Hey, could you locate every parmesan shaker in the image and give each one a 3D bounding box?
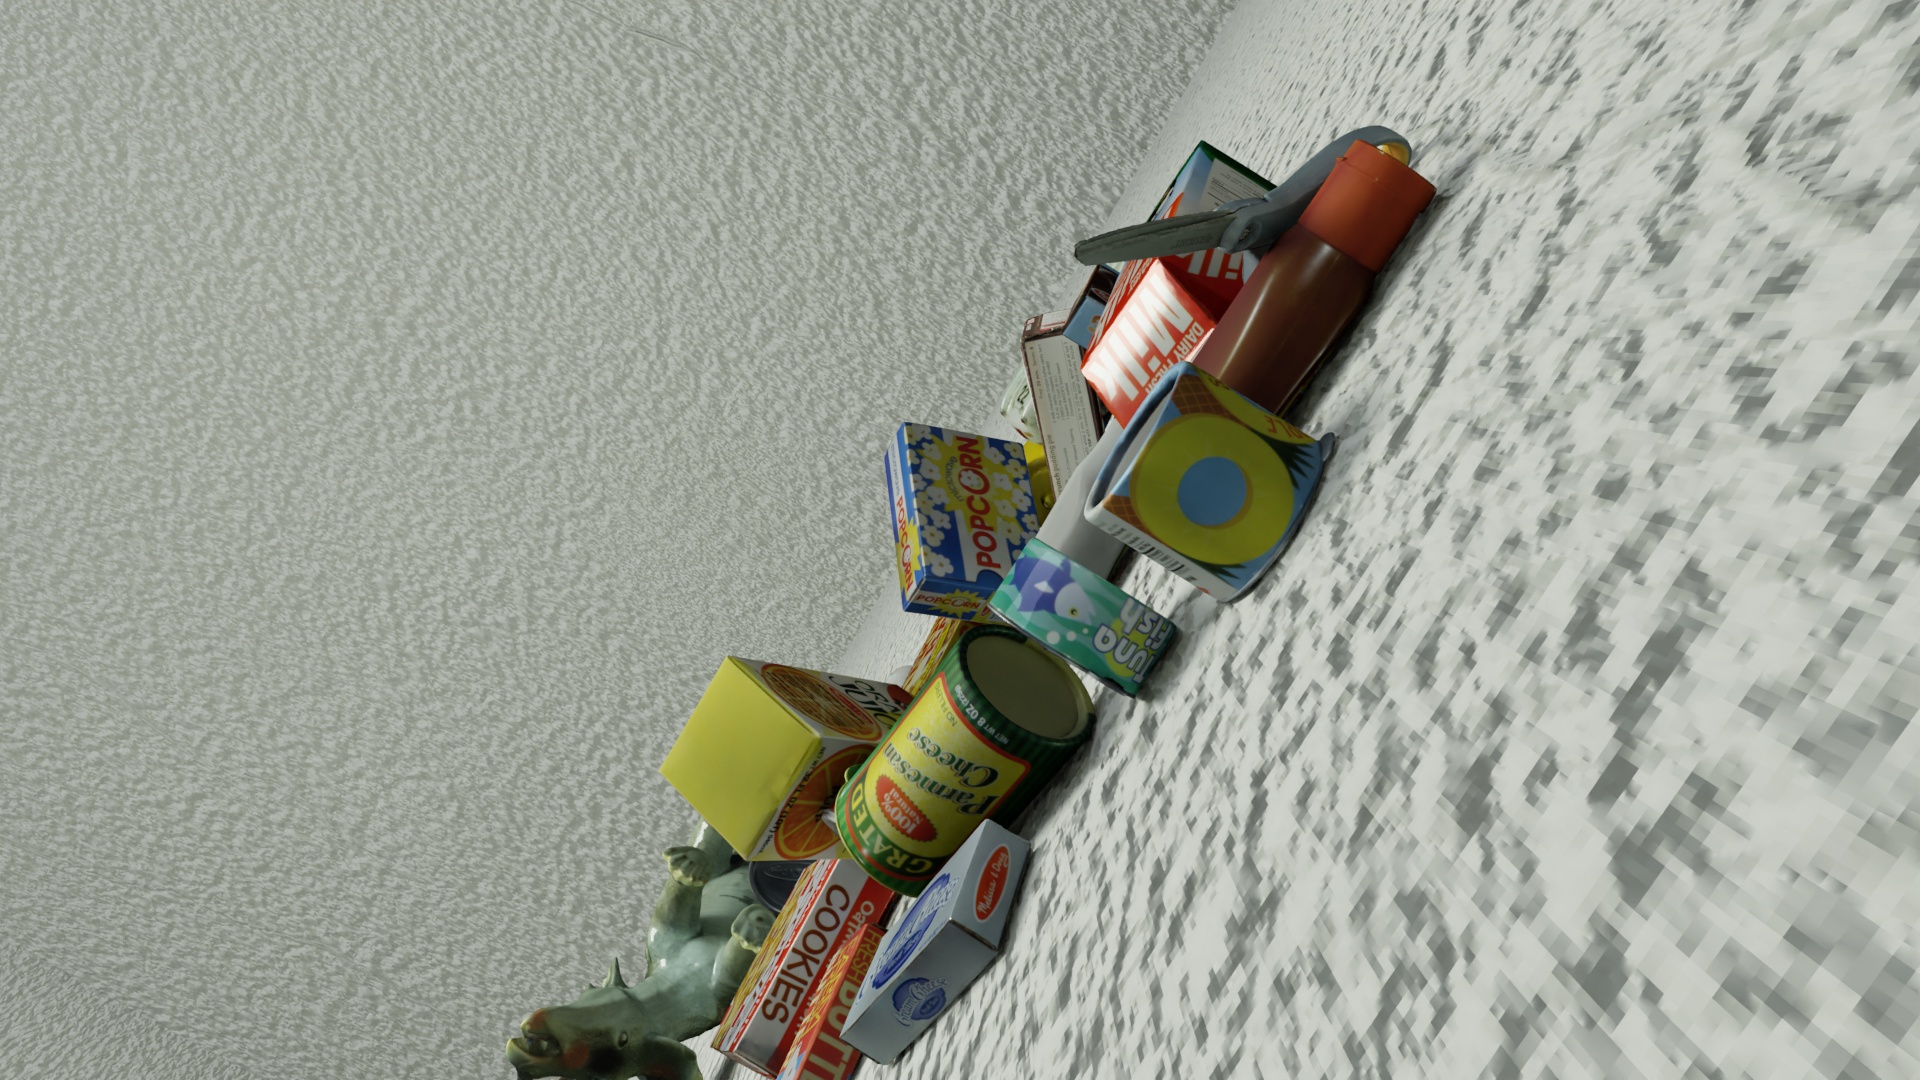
[{"bbox_3d":[-0.001,0.090,0.580,0.102,0.071,0.072,-54,6,29],"label":"parmesan shaker"}]

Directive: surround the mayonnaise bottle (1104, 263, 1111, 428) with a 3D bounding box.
[{"bbox_3d":[0.114,-0.146,1.000,0.041,0.065,0.148,112,-177,-71],"label":"mayonnaise bottle"}]

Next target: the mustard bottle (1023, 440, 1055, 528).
[{"bbox_3d":[0.060,-0.037,0.941,0.065,0.049,0.161,-56,6,13],"label":"mustard bottle"}]

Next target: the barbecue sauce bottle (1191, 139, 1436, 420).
[{"bbox_3d":[0.124,-0.082,0.539,0.148,0.043,0.065,-57,2,18],"label":"barbecue sauce bottle"}]

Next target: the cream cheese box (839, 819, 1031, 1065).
[{"bbox_3d":[-0.010,0.160,0.549,0.103,0.024,0.054,-56,4,38],"label":"cream cheese box"}]

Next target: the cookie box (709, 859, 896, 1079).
[{"bbox_3d":[-0.091,0.245,0.802,0.123,0.040,0.166,-61,4,-23],"label":"cookie box"}]

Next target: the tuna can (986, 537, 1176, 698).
[{"bbox_3d":[0.047,0.029,0.522,0.033,0.071,0.071,-58,4,1],"label":"tuna can"}]

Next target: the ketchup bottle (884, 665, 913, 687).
[{"bbox_3d":[-0.052,0.142,1.024,0.064,0.043,0.149,-56,5,25],"label":"ketchup bottle"}]

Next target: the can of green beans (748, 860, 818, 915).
[{"bbox_3d":[-0.112,0.226,0.991,0.071,0.071,0.058,-58,4,17],"label":"can of green beans"}]

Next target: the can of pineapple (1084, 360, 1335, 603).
[{"bbox_3d":[0.085,-0.022,0.482,0.071,0.058,0.071,-59,4,7],"label":"can of pineapple"}]

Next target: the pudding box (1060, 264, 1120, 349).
[{"bbox_3d":[0.099,-0.111,0.751,0.030,0.084,0.050,-56,5,35],"label":"pudding box"}]

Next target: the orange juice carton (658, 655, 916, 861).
[{"bbox_3d":[-0.058,0.119,0.737,0.071,0.073,0.192,-59,-32,7],"label":"orange juice carton"}]

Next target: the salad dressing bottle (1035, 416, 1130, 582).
[{"bbox_3d":[0.075,-0.023,0.701,0.148,0.044,0.064,-59,3,-12],"label":"salad dressing bottle"}]

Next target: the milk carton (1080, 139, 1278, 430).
[{"bbox_3d":[0.115,-0.114,0.670,0.072,0.073,0.191,-56,6,38],"label":"milk carton"}]

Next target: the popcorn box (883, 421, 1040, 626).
[{"bbox_3d":[0.003,-0.011,0.856,0.038,0.085,0.127,123,148,-44],"label":"popcorn box"}]

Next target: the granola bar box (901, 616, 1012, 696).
[{"bbox_3d":[-0.002,0.080,0.912,0.166,0.039,0.123,-62,6,-33],"label":"granola bar box"}]

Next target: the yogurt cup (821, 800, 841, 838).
[{"bbox_3d":[-0.024,0.130,0.660,0.054,0.072,0.072,-52,2,-17],"label":"yogurt cup"}]

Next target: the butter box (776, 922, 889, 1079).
[{"bbox_3d":[-0.061,0.232,0.640,0.052,0.024,0.104,-55,6,49],"label":"butter box"}]
